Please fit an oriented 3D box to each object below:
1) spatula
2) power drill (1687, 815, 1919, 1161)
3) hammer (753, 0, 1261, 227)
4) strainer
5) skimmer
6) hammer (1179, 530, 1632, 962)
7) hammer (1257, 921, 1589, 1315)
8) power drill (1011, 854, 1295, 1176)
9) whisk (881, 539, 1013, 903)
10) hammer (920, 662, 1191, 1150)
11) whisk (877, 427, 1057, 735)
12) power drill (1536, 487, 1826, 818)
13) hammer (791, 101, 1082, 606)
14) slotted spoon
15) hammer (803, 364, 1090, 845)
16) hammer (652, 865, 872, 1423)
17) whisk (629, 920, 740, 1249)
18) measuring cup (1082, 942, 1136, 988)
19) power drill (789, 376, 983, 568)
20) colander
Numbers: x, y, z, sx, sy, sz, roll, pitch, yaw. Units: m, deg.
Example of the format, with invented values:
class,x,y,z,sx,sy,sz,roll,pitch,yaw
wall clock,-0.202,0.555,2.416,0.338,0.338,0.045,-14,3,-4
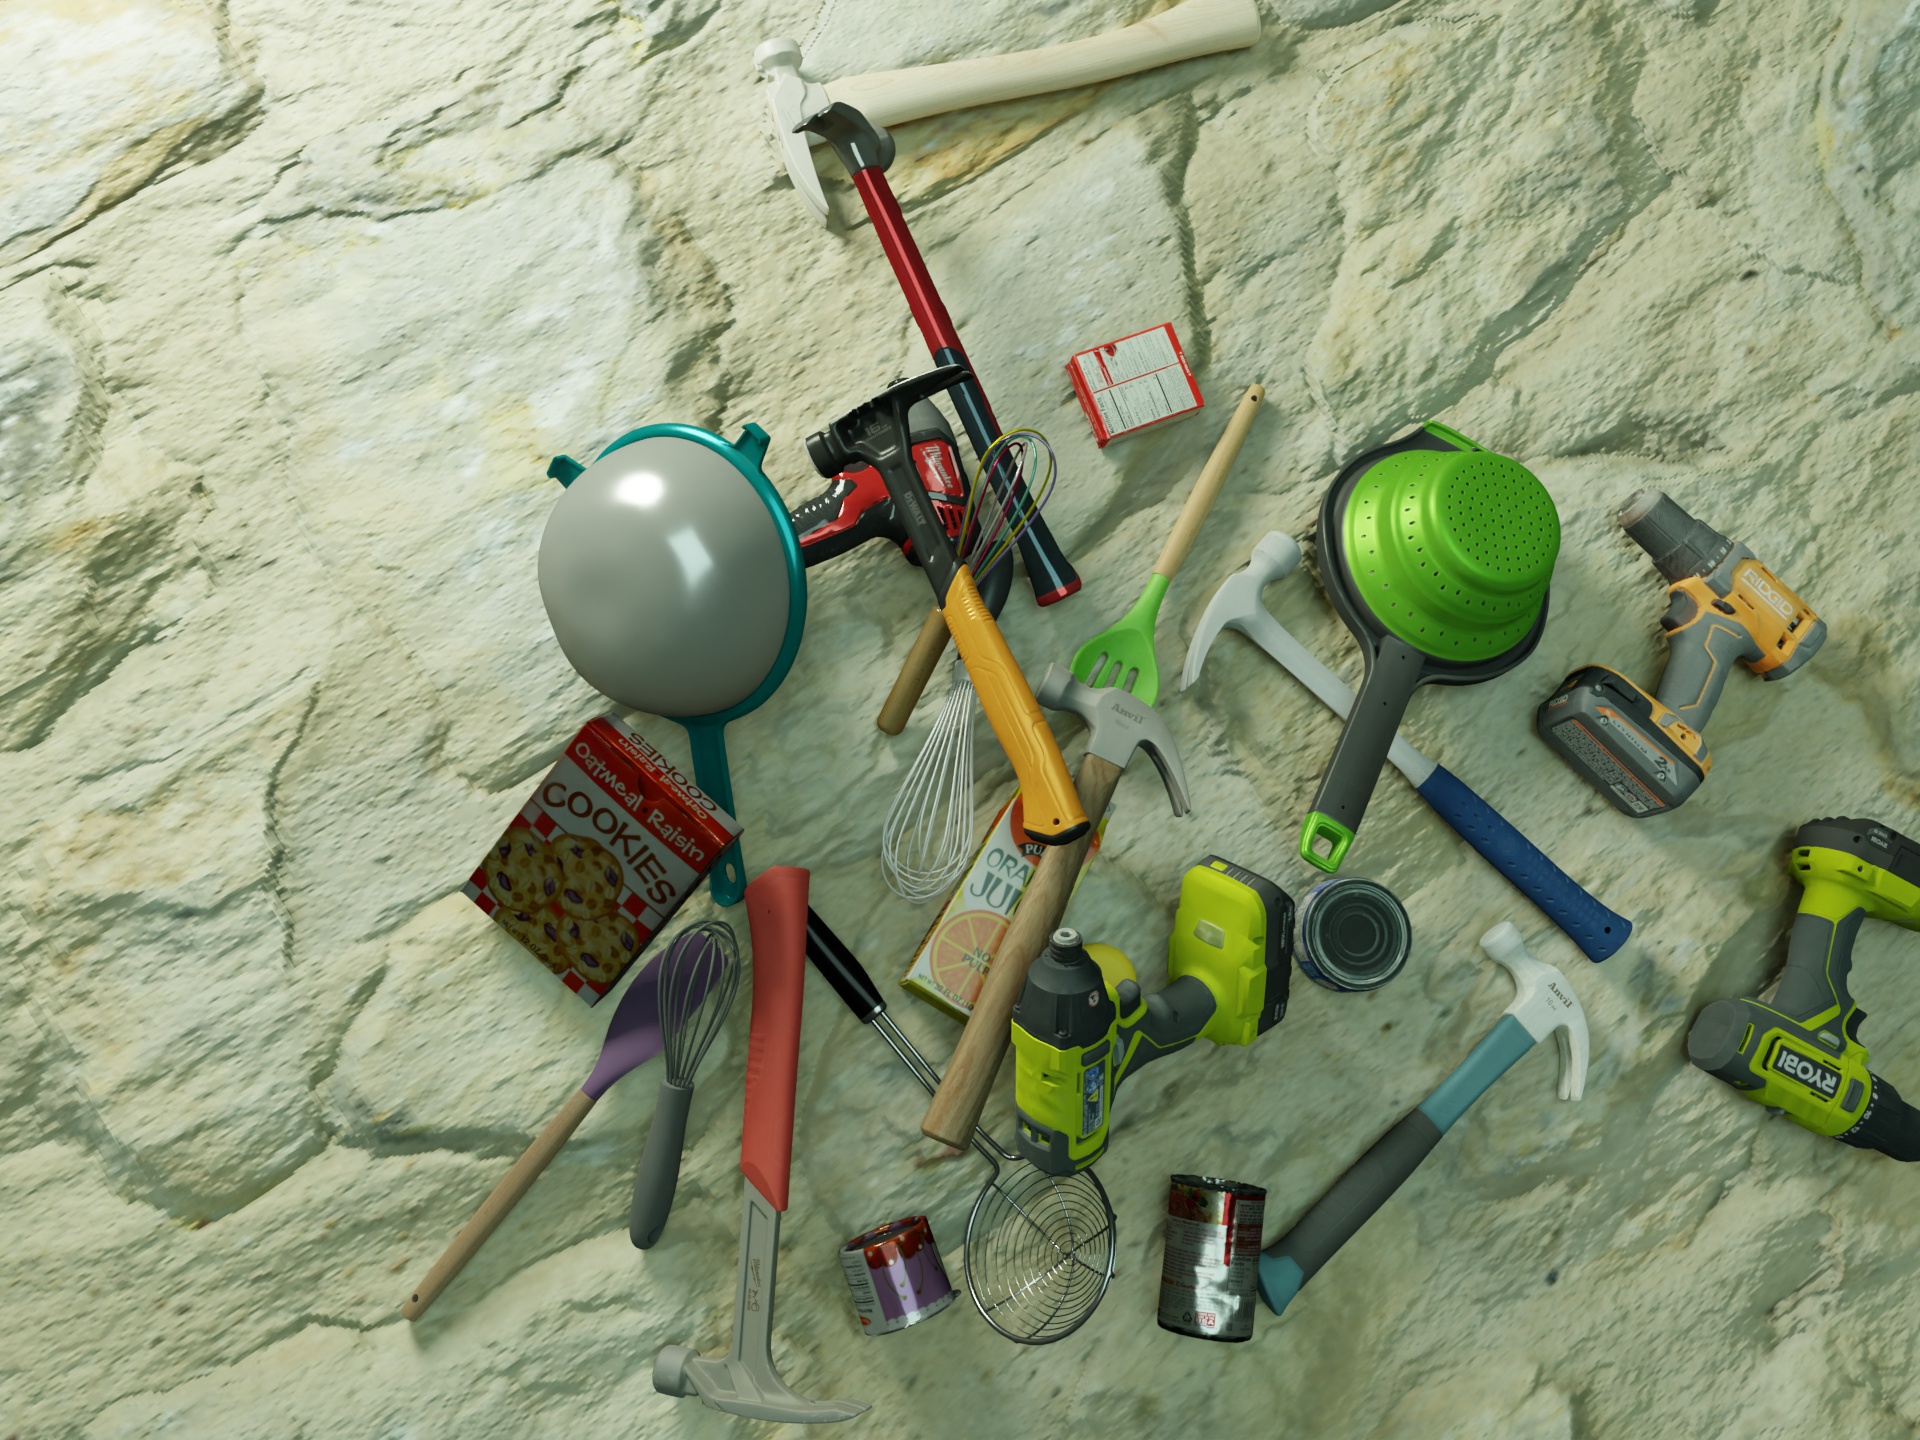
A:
class,x,y,z,sx,sy,sz,roll,pitch,yaw
spatula,-0.273,0.276,1.090,0.060,0.018,0.316,31,77,35
power drill,0.685,0.207,1.215,0.190,0.080,0.228,28,80,-2
hammer,0.052,-0.508,1.271,0.410,0.038,0.146,-16,84,-11
strainer,-0.205,-0.028,1.079,0.211,0.095,0.340,-2,100,31
skimmer,-0.030,0.257,1.096,0.127,0.090,0.363,-42,85,18
hammer,0.344,0.039,1.216,0.405,0.035,0.144,42,77,1
hammer,0.334,0.304,1.169,0.331,0.033,0.128,-41,87,-12
power drill,0.127,0.184,1.068,0.223,0.080,0.171,-23,123,-38
whisk,-0.002,-0.004,1.166,0.070,0.070,0.285,15,74,-5
hammer,0.057,0.132,1.084,0.130,0.031,0.331,25,77,-3
whisk,-0.004,-0.099,1.144,0.051,0.047,0.245,37,107,33
power drill,0.548,-0.060,1.242,0.185,0.084,0.226,44,73,2
hammer,-0.010,-0.262,1.162,0.038,0.143,0.386,-23,95,18
slotted spoon,0.167,-0.130,1.226,0.070,0.031,0.314,28,76,-3
hammer,0.012,-0.074,1.082,0.127,0.034,0.337,-27,80,15
hammer,-0.122,0.279,1.073,0.149,0.036,0.359,0,80,19
whisk,-0.192,0.246,1.071,0.055,0.055,0.239,12,98,-6
measuring cup,0.088,0.236,1.146,0.062,0.029,0.156,17,76,-5
power drill,-0.102,-0.169,1.171,0.219,0.078,0.143,-14,84,-14
colander,0.346,-0.069,1.171,0.204,0.094,0.397,30,68,-6
